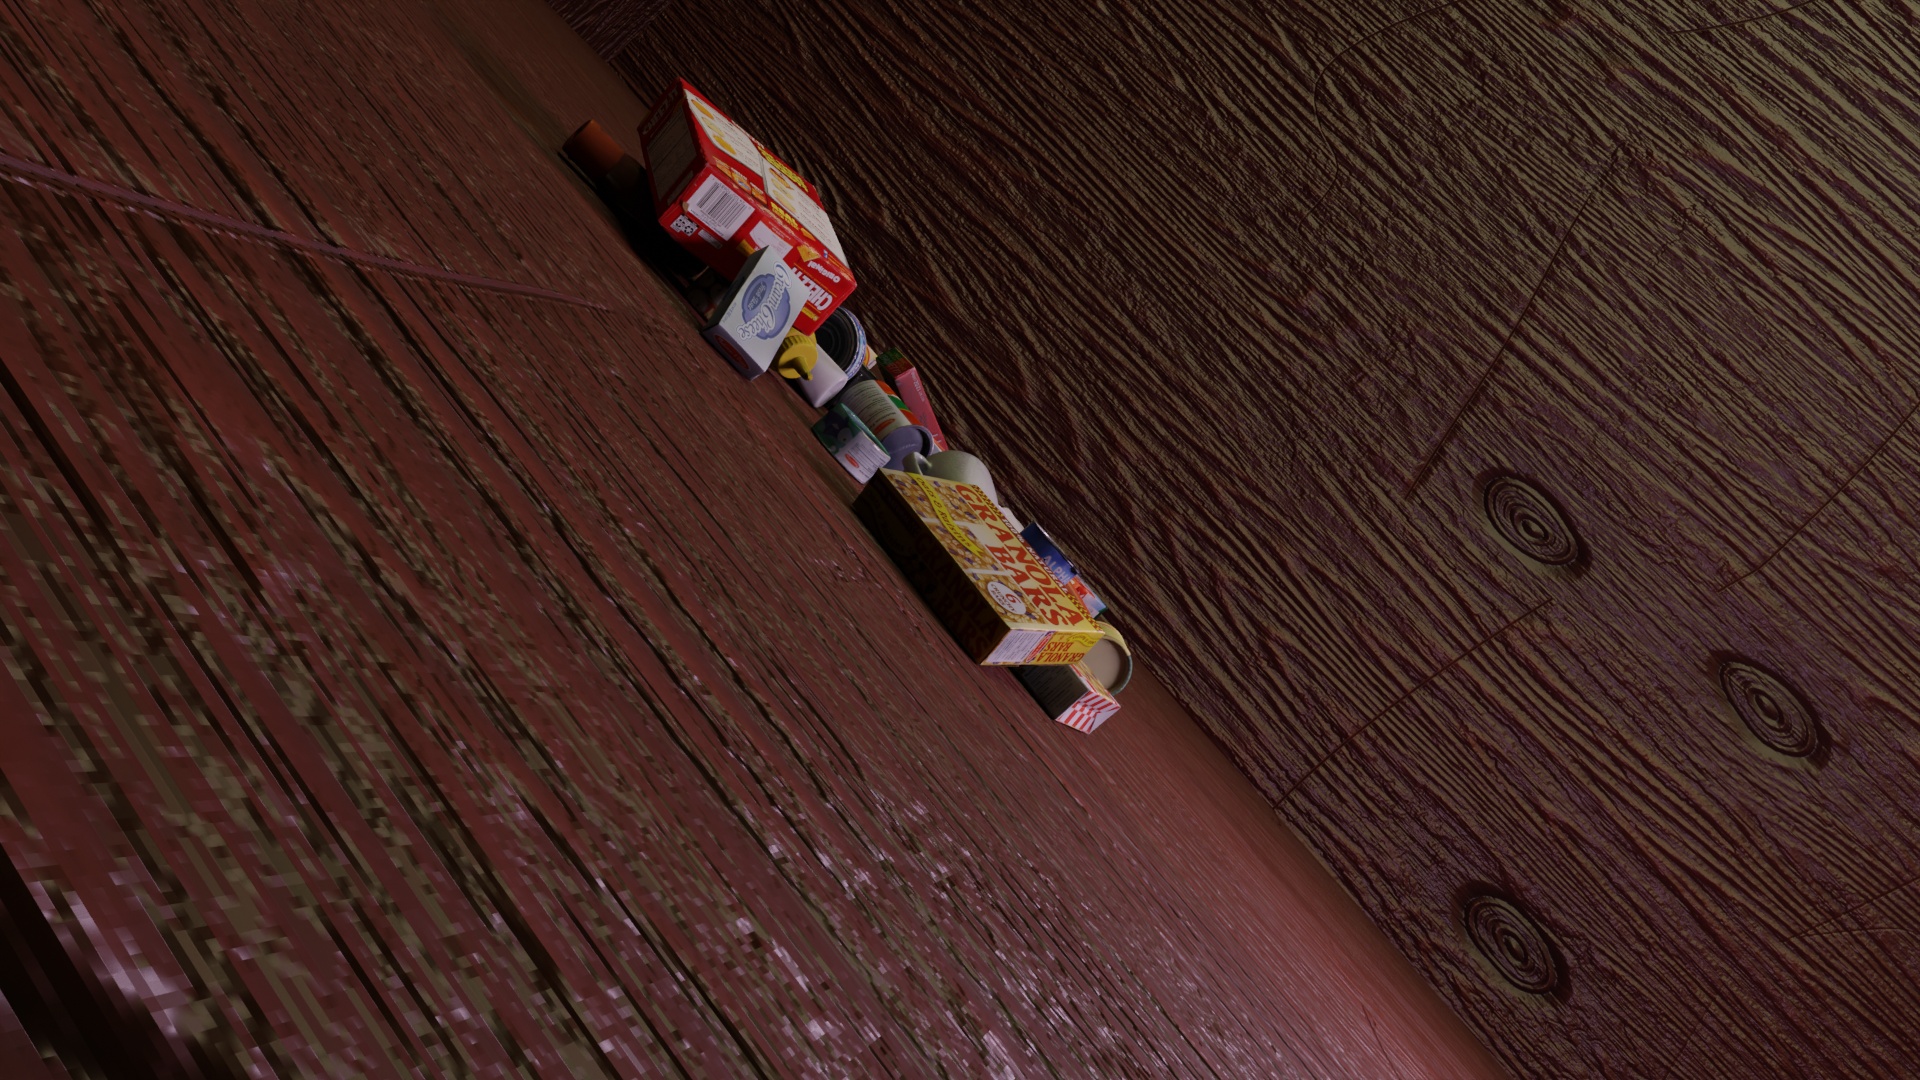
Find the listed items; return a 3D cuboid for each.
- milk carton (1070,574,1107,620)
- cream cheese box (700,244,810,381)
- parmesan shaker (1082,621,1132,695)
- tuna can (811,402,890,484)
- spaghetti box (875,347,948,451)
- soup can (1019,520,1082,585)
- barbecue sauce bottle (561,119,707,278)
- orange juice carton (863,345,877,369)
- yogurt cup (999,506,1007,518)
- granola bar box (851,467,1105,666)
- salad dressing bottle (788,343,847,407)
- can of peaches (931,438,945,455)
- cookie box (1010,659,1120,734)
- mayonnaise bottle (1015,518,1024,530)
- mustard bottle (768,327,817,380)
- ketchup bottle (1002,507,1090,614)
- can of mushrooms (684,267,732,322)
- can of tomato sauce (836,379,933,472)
[{"bbox_3d":[0.092,0.056,1.484,0.072,0.073,0.190,49,5,20],"label":"milk carton"},{"bbox_3d":[-0.156,-0.175,1.067,0.053,0.024,0.104,48,42,-28],"label":"cream cheese box"},{"bbox_3d":[0.136,0.120,1.414,0.071,0.071,0.103,48,5,-1],"label":"parmesan shaker"},{"bbox_3d":[-0.093,-0.084,1.177,0.071,0.033,0.071,48,4,-5],"label":"tuna can"},{"bbox_3d":[-0.037,-0.112,1.578,0.050,0.029,0.249,50,-12,43],"label":"spaghetti box"},{"bbox_3d":[0.061,0.034,1.301,0.071,0.084,0.071,47,4,-4],"label":"soup can"},{"bbox_3d":[-0.273,-0.290,1.185,0.148,0.043,0.065,45,1,-27],"label":"barbecue sauce bottle"},{"bbox_3d":[-0.173,-0.239,1.528,0.073,0.072,0.192,50,4,30],"label":"orange juice carton"},{"bbox_3d":[0.005,-0.017,1.356,0.054,0.072,0.072,40,-3,47],"label":"yogurt cup"},{"bbox_3d":[0.013,0.021,1.007,0.124,0.039,0.166,7,37,-53],"label":"granola bar box"},{"bbox_3d":[-0.172,-0.193,1.320,0.147,0.044,0.064,47,4,4],"label":"salad dressing bottle"},{"bbox_3d":[-0.040,-0.078,1.483,0.071,0.058,0.071,47,4,-4],"label":"can of peaches"},{"bbox_3d":[0.051,0.077,1.122,0.168,0.040,0.123,51,5,21],"label":"cookie box"},{"bbox_3d":[0.034,-0.006,1.569,0.041,0.065,0.148,50,0,-11],"label":"mayonnaise bottle"},{"bbox_3d":[-0.164,-0.188,1.235,0.049,0.065,0.161,29,23,-51],"label":"mustard bottle"},{"bbox_3d":[0.068,0.035,1.367,0.149,0.065,0.043,59,2,26],"label":"ketchup bottle"},{"bbox_3d":[-0.194,-0.192,1.149,0.071,0.033,0.071,48,3,-3],"label":"can of mushrooms"},{"bbox_3d":[-0.074,-0.105,1.338,0.083,0.071,0.071,50,5,39],"label":"can of tomato sauce"}]
